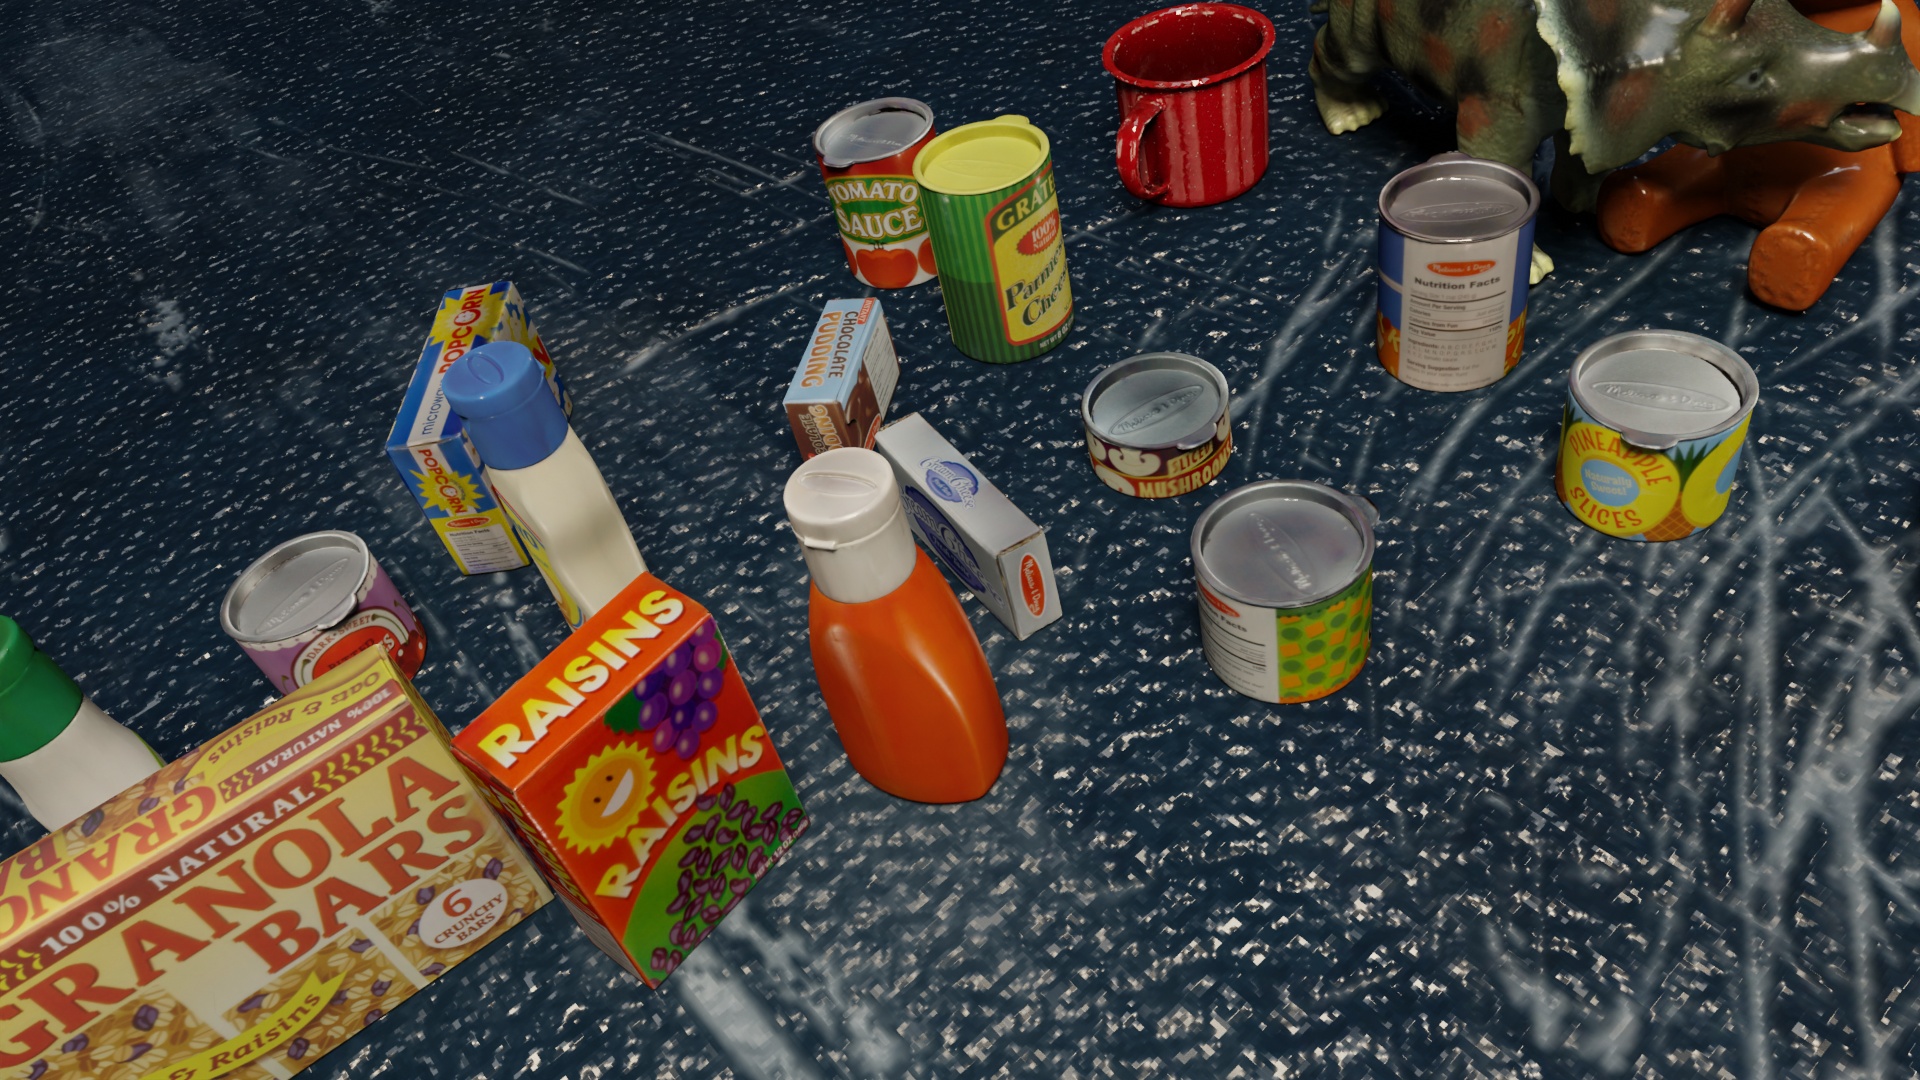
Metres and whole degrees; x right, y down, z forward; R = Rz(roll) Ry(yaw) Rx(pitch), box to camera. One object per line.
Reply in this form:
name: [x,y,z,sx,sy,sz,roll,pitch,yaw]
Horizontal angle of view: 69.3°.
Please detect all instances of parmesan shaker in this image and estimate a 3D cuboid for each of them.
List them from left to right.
parmesan shaker: [0.021,-0.150,0.698,0.071,0.102,0.072,-8,44,8]

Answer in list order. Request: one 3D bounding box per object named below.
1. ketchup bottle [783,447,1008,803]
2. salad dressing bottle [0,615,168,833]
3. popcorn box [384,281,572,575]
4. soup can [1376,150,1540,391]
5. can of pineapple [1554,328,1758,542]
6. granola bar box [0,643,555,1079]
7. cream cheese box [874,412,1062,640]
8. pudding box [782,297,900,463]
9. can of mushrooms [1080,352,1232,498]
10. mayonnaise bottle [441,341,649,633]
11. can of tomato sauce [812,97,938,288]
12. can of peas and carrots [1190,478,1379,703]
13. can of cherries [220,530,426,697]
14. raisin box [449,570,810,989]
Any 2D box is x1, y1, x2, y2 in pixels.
ketchup bottle: [-0.025,0.034,0.490,0.065,0.148,0.044,8,48,23]
salad dressing bottle: [-0.321,0.089,0.515,0.064,0.147,0.044,24,56,34]
popcorn box: [-0.233,-0.057,0.685,0.038,0.084,0.127,-10,44,6]
soup can: [0.223,-0.121,0.628,0.071,0.083,0.072,-8,44,8]
can of pineapple: [0.273,-0.040,0.551,0.071,0.057,0.071,-8,44,8]
granola bar box: [-0.239,0.127,0.471,0.166,0.123,0.039,-33,47,-18]
cream cheese box: [0.002,-0.007,0.594,0.024,0.053,0.104,-30,46,-15]
pudding box: [-0.057,-0.076,0.682,0.030,0.049,0.084,0,46,16]
can of mushrooms: [0.090,-0.051,0.629,0.071,0.033,0.071,-8,44,8]
mayonnaise bottle: [-0.167,-0.014,0.578,0.041,0.147,0.065,-35,47,-20]
can of tomato sauce: [-0.040,-0.191,0.770,0.071,0.082,0.071,-8,44,8]
can of peas and carrots: [0.126,0.018,0.530,0.071,0.058,0.071,-8,44,8]
can of cherries: [-0.281,0.040,0.618,0.071,0.058,0.072,-8,44,8]
raisin box: [-0.108,0.084,0.480,0.040,0.122,0.086,25,56,34]
